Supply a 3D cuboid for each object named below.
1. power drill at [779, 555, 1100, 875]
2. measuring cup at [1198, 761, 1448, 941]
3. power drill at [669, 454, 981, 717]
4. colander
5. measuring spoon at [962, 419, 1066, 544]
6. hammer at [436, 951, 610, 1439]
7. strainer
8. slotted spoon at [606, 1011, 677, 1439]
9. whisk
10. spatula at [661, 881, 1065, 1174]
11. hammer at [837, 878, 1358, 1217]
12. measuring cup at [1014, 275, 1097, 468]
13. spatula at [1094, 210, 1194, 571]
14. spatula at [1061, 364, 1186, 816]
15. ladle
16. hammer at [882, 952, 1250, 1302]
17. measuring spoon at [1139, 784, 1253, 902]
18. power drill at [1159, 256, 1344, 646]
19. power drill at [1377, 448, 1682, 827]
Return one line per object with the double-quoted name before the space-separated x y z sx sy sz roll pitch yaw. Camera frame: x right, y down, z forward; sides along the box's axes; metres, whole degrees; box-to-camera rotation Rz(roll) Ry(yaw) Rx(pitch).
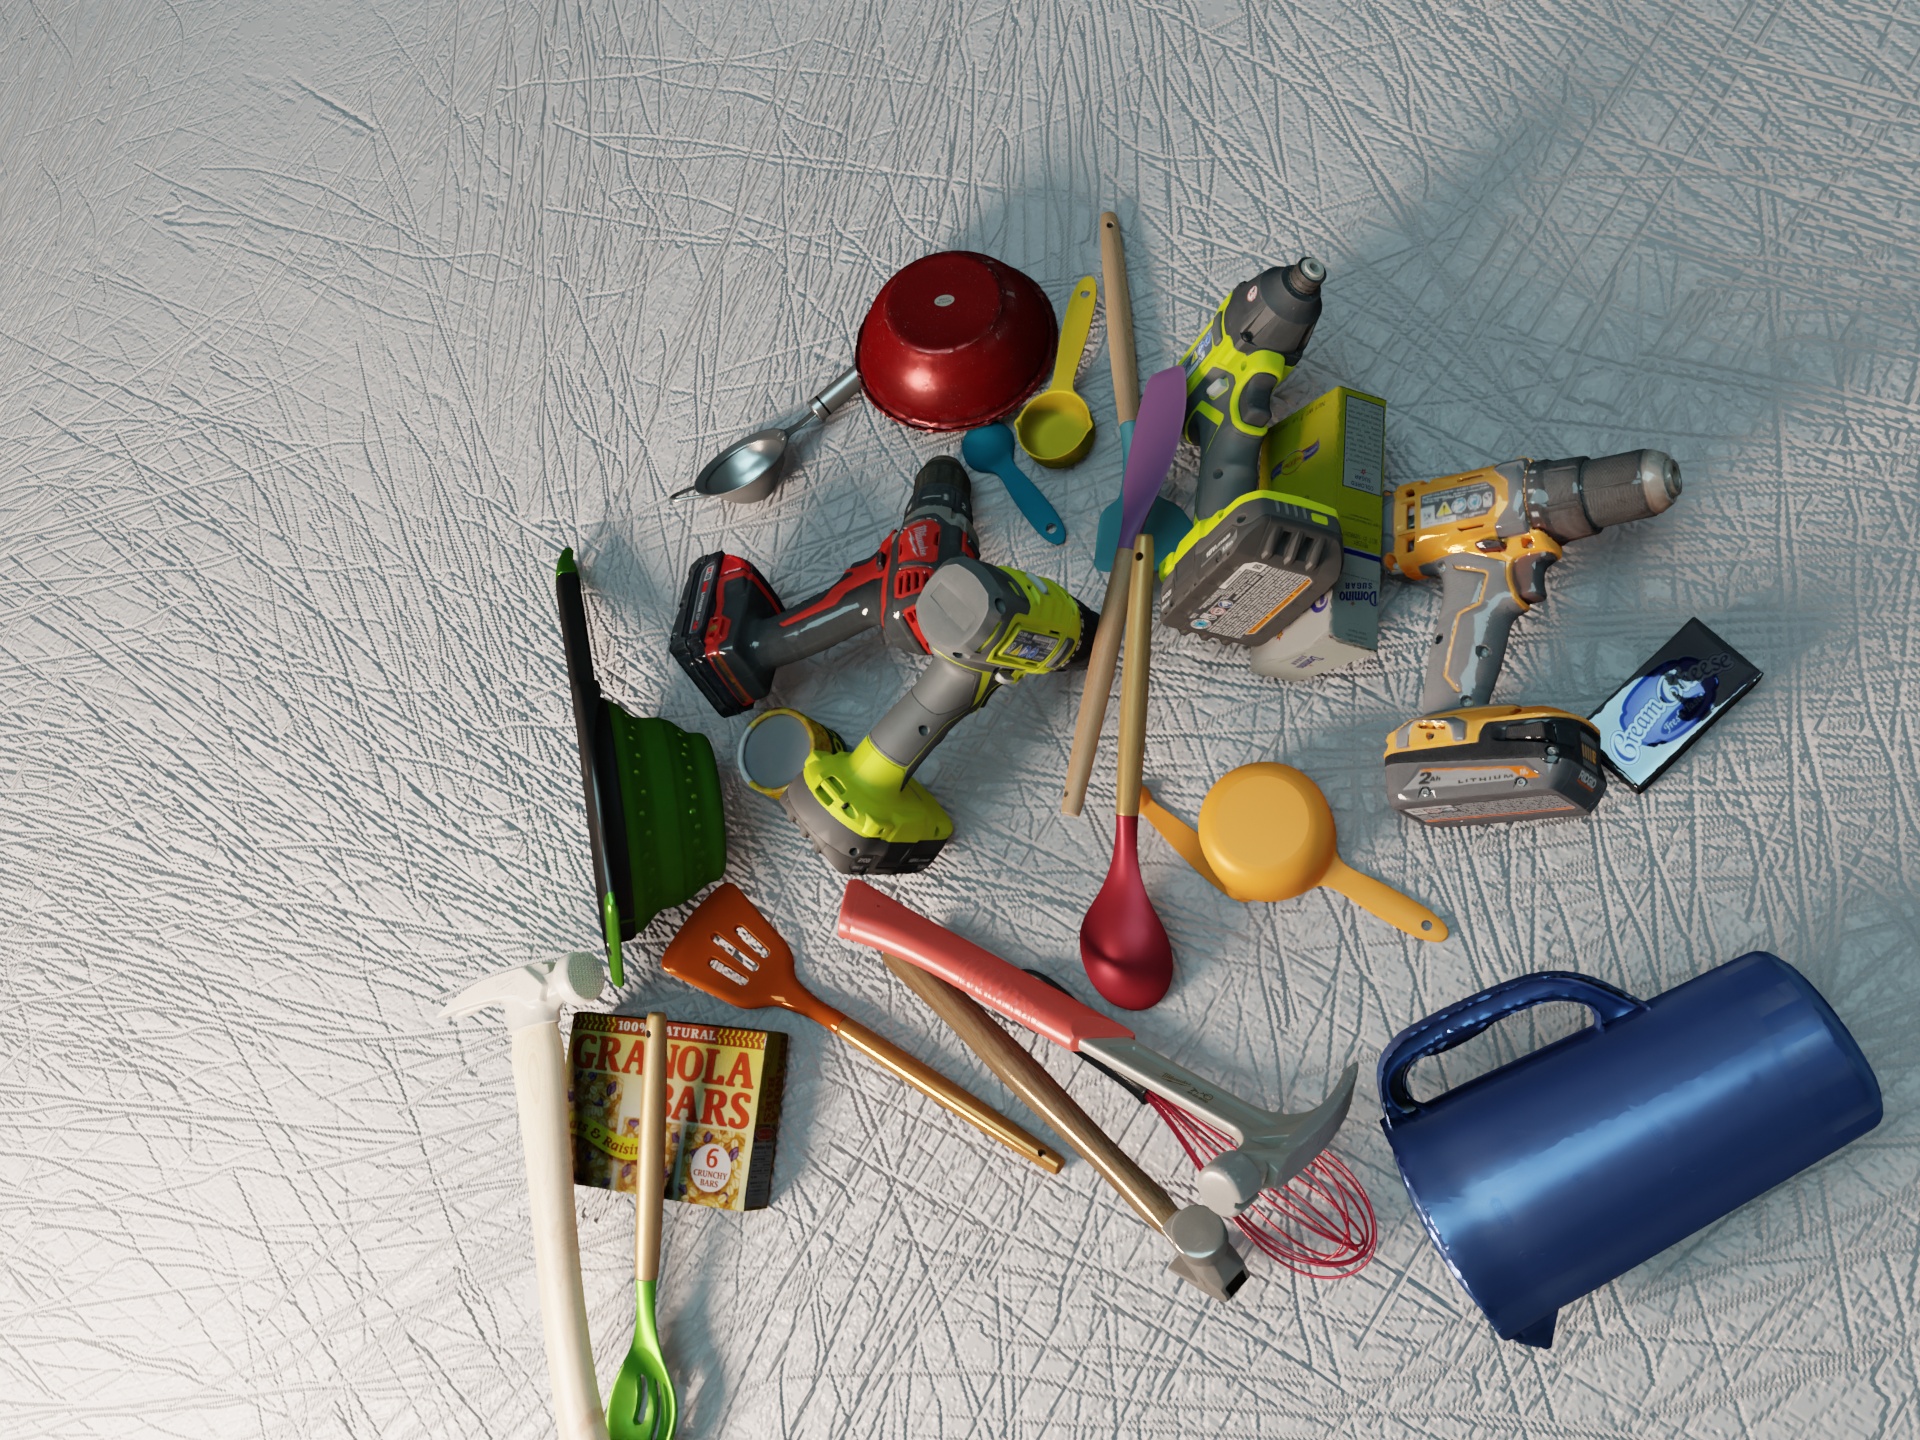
"power drill" -0.002 -0.003 1.084 0.080 0.190 0.228 46 109 26
"measuring cup" 0.231 0.090 1.014 0.174 0.052 0.095 30 84 24
"power drill" -0.090 -0.106 1.177 0.227 0.080 0.188 -16 42 20
"colander" -0.245 0.007 1.213 0.094 0.204 0.398 -7 50 -15
"measuring spoon" 0.040 -0.180 1.191 0.042 0.021 0.129 -38 62 8
"hammer" -0.288 0.379 1.114 0.146 0.038 0.411 -20 72 29
"strainer" -0.117 -0.241 1.265 0.258 0.050 0.087 -40 34 1
"slotted spoon" -0.214 0.359 1.099 0.070 0.031 0.314 0 88 40
"whisk" 0.138 0.246 1.009 0.296 0.073 0.073 34 89 34
"spatula" -0.065 0.222 1.106 0.323 0.041 0.081 27 65 25
"hammer" 0.066 0.184 1.012 0.359 0.149 0.036 24 121 33
"measuring cup" 0.084 -0.261 1.198 0.062 0.029 0.157 7 73 24
"spatula" 0.124 -0.245 1.165 0.082 0.044 0.318 -4 70 1
"spatula" 0.108 -0.090 1.069 0.060 0.018 0.316 0 75 62
"ladle" 0.113 0.036 1.041 0.069 0.031 0.315 5 93 33
"hammer" 0.058 0.245 1.020 0.031 0.129 0.332 -41 51 -12
"measuring spoon" 0.153 0.082 1.073 0.117 0.011 0.021 43 93 27
"power drill" 0.188 -0.177 1.035 0.080 0.171 0.223 12 63 -17
"power drill" 0.348 -0.057 0.977 0.185 0.084 0.226 -10 68 39
